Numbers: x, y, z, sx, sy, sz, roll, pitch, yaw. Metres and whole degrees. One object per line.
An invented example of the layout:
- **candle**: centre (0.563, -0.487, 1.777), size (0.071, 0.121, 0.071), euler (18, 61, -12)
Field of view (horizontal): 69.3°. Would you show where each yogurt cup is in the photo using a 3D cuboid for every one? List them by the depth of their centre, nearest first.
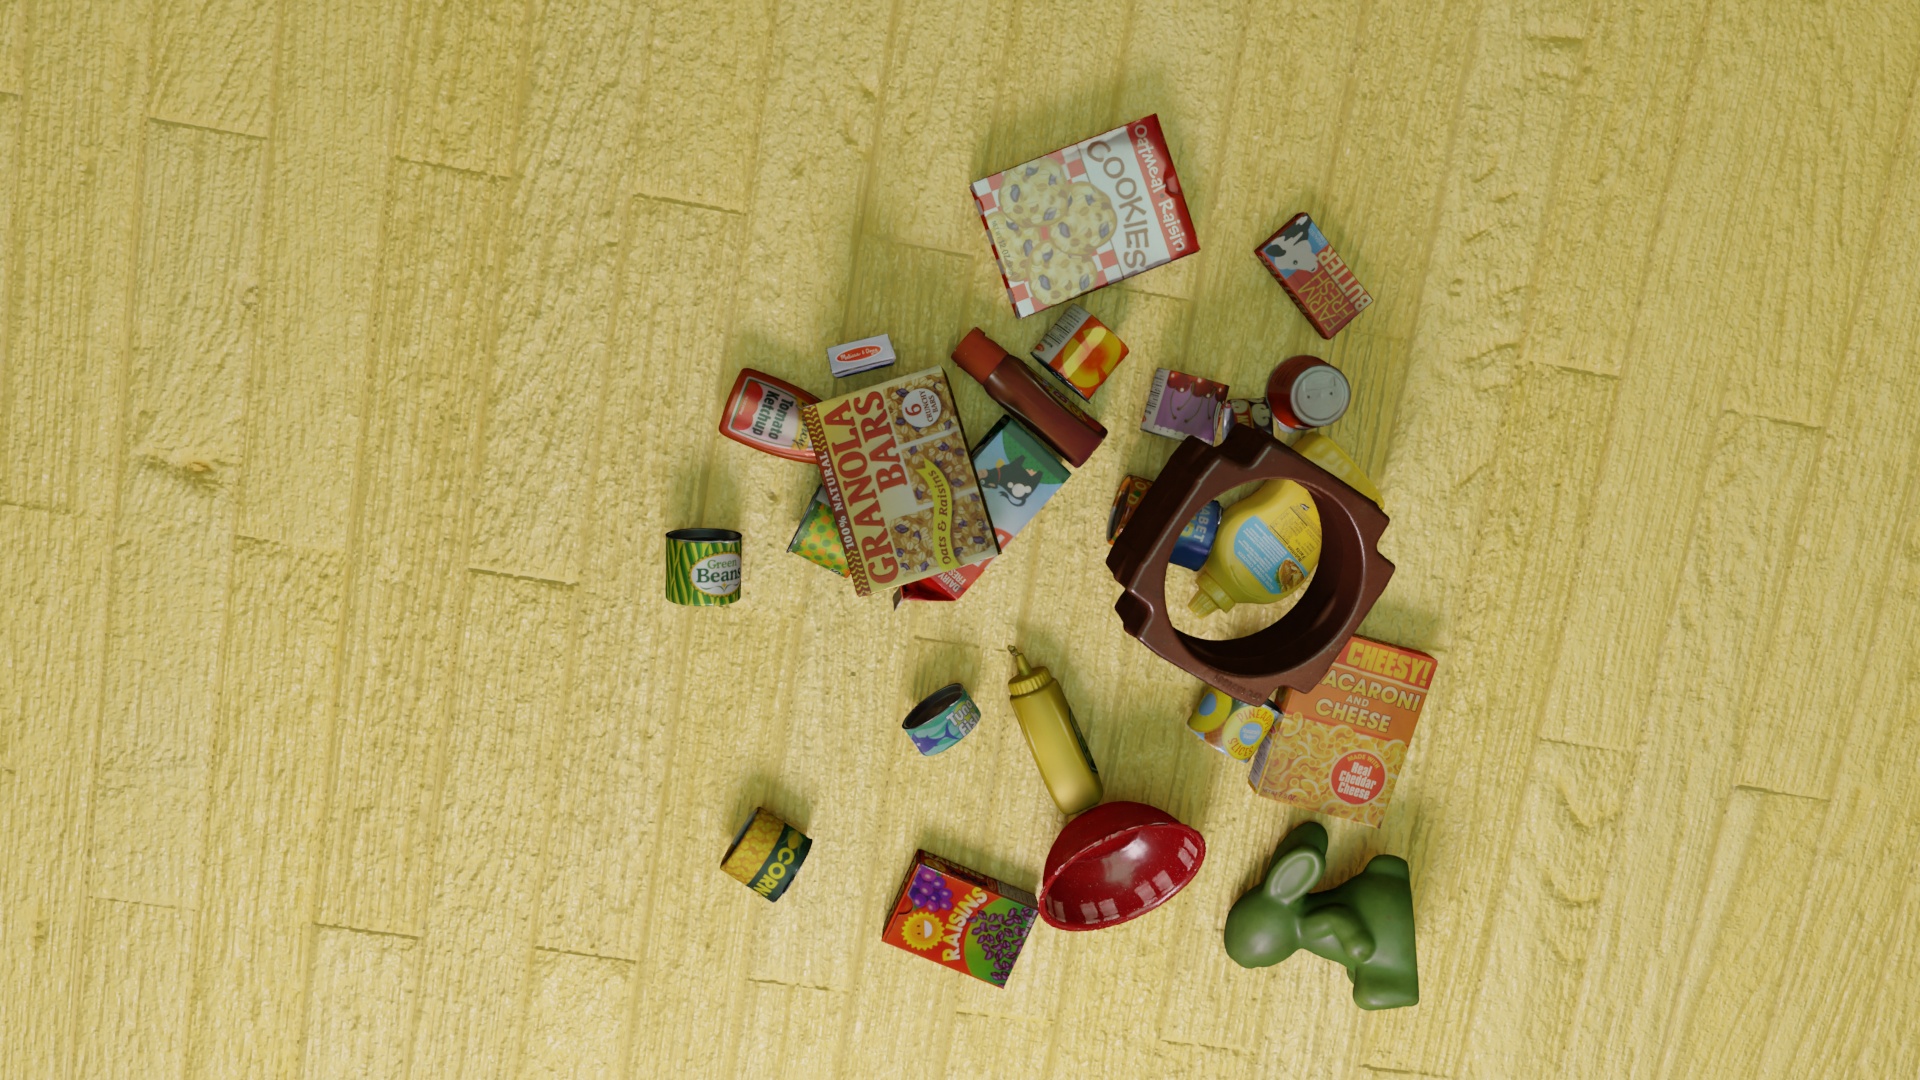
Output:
- **yogurt cup**: centre (0.309, -0.129, 1.223), size (0.072, 0.054, 0.072), euler (-1, 98, -4)

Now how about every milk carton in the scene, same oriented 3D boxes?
- **milk carton**: centre (0.004, -0.015, 1.214), size (0.073, 0.072, 0.190), euler (42, 95, -8)

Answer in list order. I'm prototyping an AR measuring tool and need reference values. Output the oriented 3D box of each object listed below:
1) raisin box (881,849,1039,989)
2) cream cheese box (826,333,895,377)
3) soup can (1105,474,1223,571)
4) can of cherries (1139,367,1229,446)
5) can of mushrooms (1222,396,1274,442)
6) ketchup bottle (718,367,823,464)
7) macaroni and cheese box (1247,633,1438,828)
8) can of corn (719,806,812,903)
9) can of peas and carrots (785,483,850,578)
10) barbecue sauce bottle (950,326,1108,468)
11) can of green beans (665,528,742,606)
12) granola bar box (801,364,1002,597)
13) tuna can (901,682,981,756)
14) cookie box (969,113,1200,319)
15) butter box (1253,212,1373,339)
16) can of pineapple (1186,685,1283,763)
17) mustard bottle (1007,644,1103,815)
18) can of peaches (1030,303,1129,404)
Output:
- **raisin box**: centre (0.000, 0.351, 1.287), size (0.123, 0.040, 0.086), euler (24, 98, -6)
- **cream cheese box**: centre (-0.083, -0.155, 1.171), size (0.053, 0.104, 0.024), euler (-13, 96, -2)
- **soup can**: centre (0.179, -0.018, 1.225), size (0.084, 0.071, 0.071), euler (17, 98, -6)
- **can of cherries**: centre (0.198, -0.115, 1.213), size (0.071, 0.071, 0.058), euler (14, 97, -5)
- **can of mushrooms**: centre (0.252, -0.092, 1.217), size (0.033, 0.071, 0.071), euler (-2, 99, -1)
- **ketchup bottle**: centre (-0.131, -0.095, 1.208), size (0.149, 0.043, 0.064), euler (21, 91, -7)
- **macaroni and cheese box**: centre (0.350, 0.168, 1.279), size (0.124, 0.040, 0.166), euler (16, 98, -5)
- **can of corn**: centre (-0.175, 0.283, 1.250), size (0.058, 0.071, 0.071), euler (34, 96, -7)
- **can of peas and carrots**: centre (-0.112, -0.006, 1.212), size (0.059, 0.071, 0.071), euler (26, 97, -7)
- **barbecue sauce bottle**: centre (0.059, -0.125, 1.207), size (0.148, 0.065, 0.043), euler (40, 99, 0)
- **can of green beans**: centre (-0.224, 0.023, 1.209), size (0.071, 0.071, 0.057), euler (2, 99, -3)
- **granola bar box**: centre (-0.048, -0.048, 1.158), size (0.124, 0.039, 0.165), euler (-17, 86, 5)
- **tuna can**: centre (-0.015, 0.160, 1.241), size (0.071, 0.071, 0.033), euler (-34, 101, 2)
- **cookie box**: centre (0.107, -0.277, 1.195), size (0.167, 0.040, 0.122), euler (-21, 99, 0)
- **butter box**: centre (0.311, -0.232, 1.222), size (0.053, 0.024, 0.103), euler (-40, 99, 3)
- **can of pineapple**: centre (0.248, 0.160, 1.257), size (0.071, 0.071, 0.058), euler (30, 97, -7)
- **mustard bottle**: centre (0.079, 0.166, 1.252), size (0.049, 0.065, 0.160), euler (-23, 96, 5)
- **can of peaches**: centre (0.105, -0.162, 1.201), size (0.071, 0.071, 0.058), euler (39, 95, -8)
